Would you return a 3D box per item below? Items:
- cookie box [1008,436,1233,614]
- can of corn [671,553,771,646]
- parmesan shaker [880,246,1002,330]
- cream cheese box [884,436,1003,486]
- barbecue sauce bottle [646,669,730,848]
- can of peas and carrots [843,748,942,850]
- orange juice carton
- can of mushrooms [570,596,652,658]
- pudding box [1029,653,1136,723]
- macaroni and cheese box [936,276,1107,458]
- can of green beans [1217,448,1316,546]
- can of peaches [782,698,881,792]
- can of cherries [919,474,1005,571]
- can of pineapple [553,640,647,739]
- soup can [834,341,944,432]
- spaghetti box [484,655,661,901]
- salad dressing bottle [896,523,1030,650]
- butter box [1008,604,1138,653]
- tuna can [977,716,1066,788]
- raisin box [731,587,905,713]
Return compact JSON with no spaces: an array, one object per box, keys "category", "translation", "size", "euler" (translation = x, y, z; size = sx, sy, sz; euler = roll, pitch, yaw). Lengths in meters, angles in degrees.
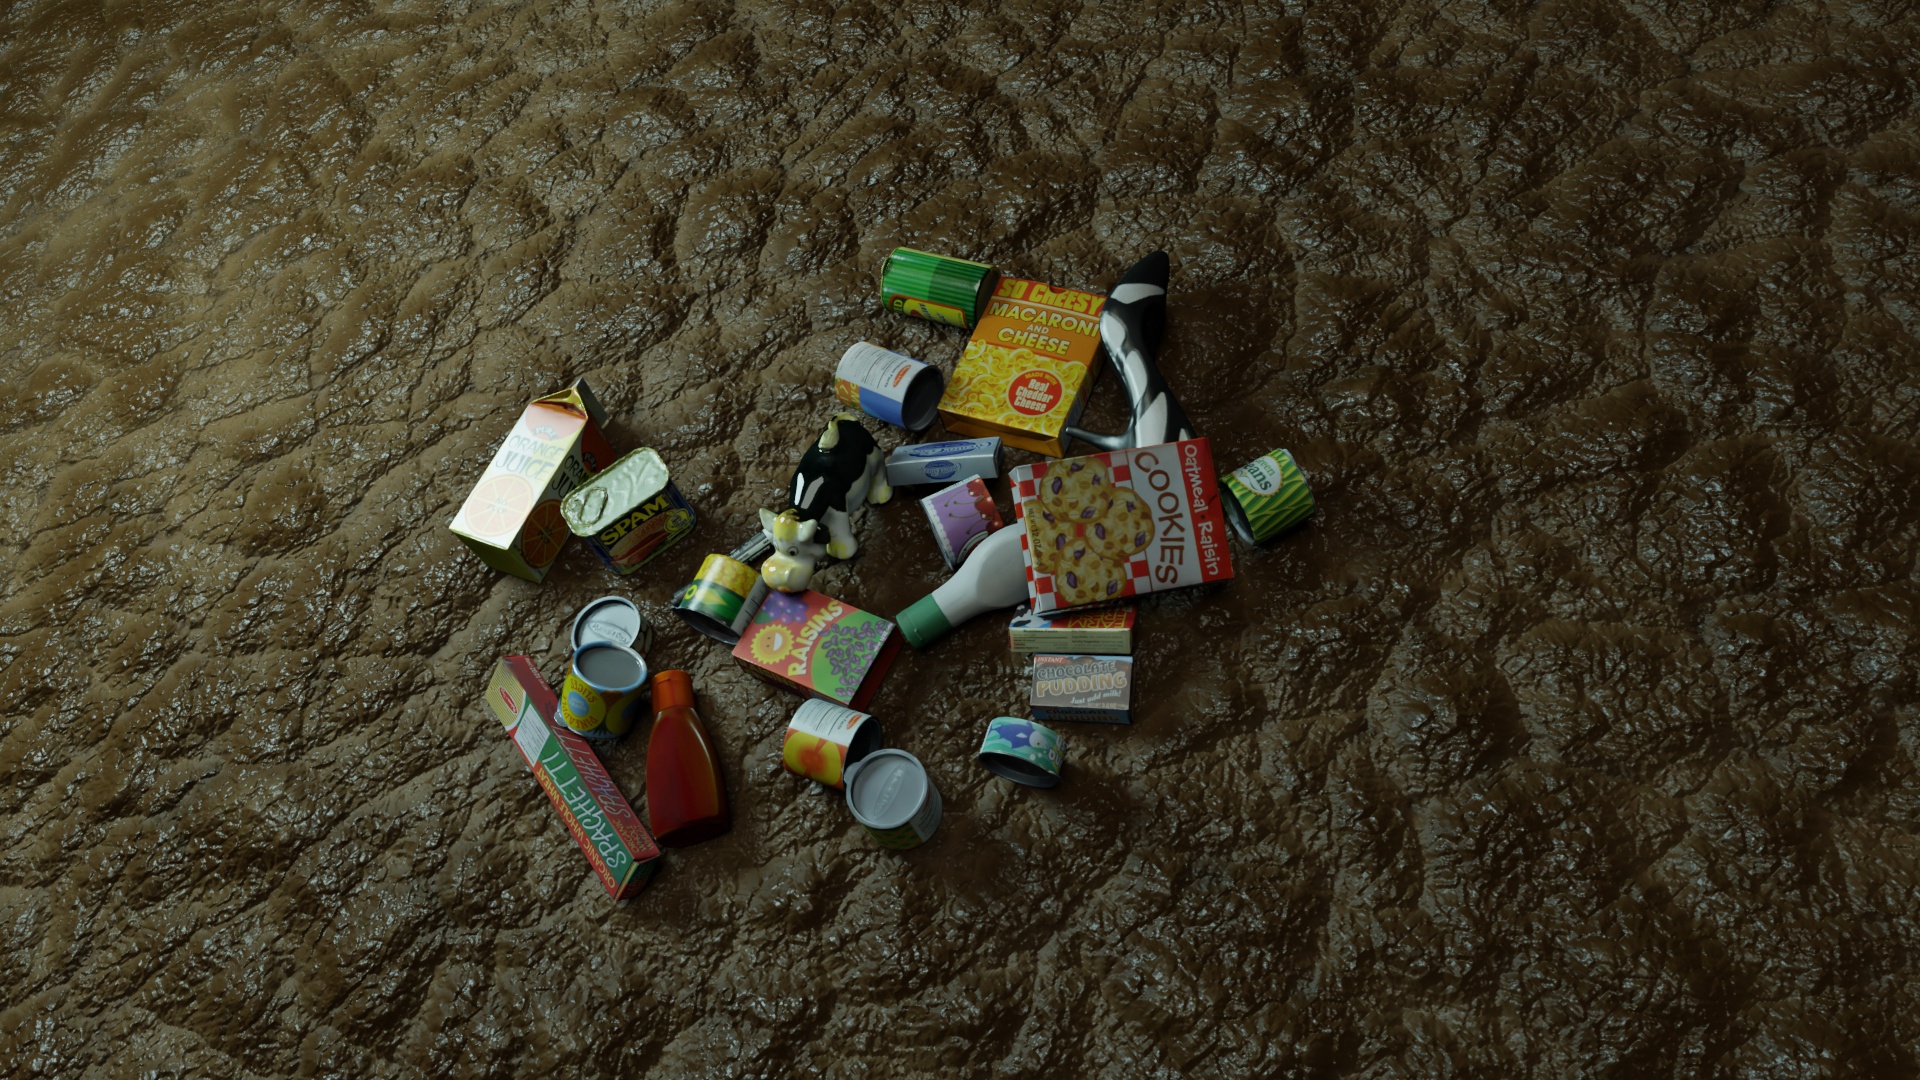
[{"category":"cookie box","translation":[0.135,-0.012,1.163],"size":[0.168,0.040,0.123],"euler":[-9,84,-8]},{"category":"can of corn","translation":[-0.212,0.052,1.235],"size":[0.071,0.071,0.058],"euler":[17,66,21]},{"category":"parmesan shaker","translation":[-0.019,-0.248,1.368],"size":[0.103,0.071,0.071],"euler":[16,65,21]},{"category":"cream cheese box","translation":[-0.014,-0.073,1.276],"size":[0.104,0.024,0.053],"euler":[-4,22,11]},{"category":"barbecue sauce bottle","translation":[-0.237,0.182,1.179],"size":[0.065,0.043,0.149],"euler":[-19,57,4]},{"category":"can of peas and carrots","translation":[-0.054,0.208,1.113],"size":[0.071,0.058,0.071],"euler":[-6,58,10]},{"category":"orange juice carton","translation":[-0.401,-0.063,1.345],"size":[0.073,0.071,0.193],"euler":[16,65,20]},{"category":"can of mushrooms","translation":[-0.317,0.089,1.258],"size":[0.071,0.033,0.071],"euler":[-5,59,9]},{"category":"pudding box","translation":[0.102,0.121,1.145],"size":[0.084,0.030,0.050],"euler":[1,59,13]},{"category":"macaroni and cheese box","translation":[0.068,-0.168,1.319],"size":[0.124,0.040,0.167],"euler":[15,65,20]},{"category":"can of green beans","translation":[0.260,-0.036,1.182],"size":[0.058,0.071,0.071],"euler":[-27,58,-3]},{"category":"can of peaches","translation":[-0.106,0.171,1.144],"size":[0.058,0.071,0.071],"euler":[15,64,20]},{"category":"can of cherries","translation":[0.004,-0.015,1.229],"size":[0.058,0.071,0.072],"euler":[-25,58,-3]},{"category":"can of pineapple","translation":[-0.310,0.129,1.200],"size":[0.071,0.057,0.071],"euler":[17,31,-11]},{"category":"soup can","translation":[-0.067,-0.145,1.321],"size":[0.084,0.071,0.071],"euler":[23,68,29]},{"category":"spaghetti box","translation":[-0.335,0.198,1.187],"size":[0.251,0.029,0.050],"euler":[46,118,30]},{"category":"salad dressing bottle","translation":[0.015,0.041,1.199],"size":[0.148,0.064,0.044],"euler":[-33,20,0]},{"category":"butter box","translation":[0.095,0.074,1.164],"size":[0.103,0.024,0.053],"euler":[-1,21,12]},{"category":"tuna can","translation":[0.052,0.169,1.106],"size":[0.071,0.070,0.033],"euler":[11,63,19]},{"category":"raisin box","translation":[-0.123,0.093,1.208],"size":[0.123,0.040,0.086],"euler":[20,66,22]}]
